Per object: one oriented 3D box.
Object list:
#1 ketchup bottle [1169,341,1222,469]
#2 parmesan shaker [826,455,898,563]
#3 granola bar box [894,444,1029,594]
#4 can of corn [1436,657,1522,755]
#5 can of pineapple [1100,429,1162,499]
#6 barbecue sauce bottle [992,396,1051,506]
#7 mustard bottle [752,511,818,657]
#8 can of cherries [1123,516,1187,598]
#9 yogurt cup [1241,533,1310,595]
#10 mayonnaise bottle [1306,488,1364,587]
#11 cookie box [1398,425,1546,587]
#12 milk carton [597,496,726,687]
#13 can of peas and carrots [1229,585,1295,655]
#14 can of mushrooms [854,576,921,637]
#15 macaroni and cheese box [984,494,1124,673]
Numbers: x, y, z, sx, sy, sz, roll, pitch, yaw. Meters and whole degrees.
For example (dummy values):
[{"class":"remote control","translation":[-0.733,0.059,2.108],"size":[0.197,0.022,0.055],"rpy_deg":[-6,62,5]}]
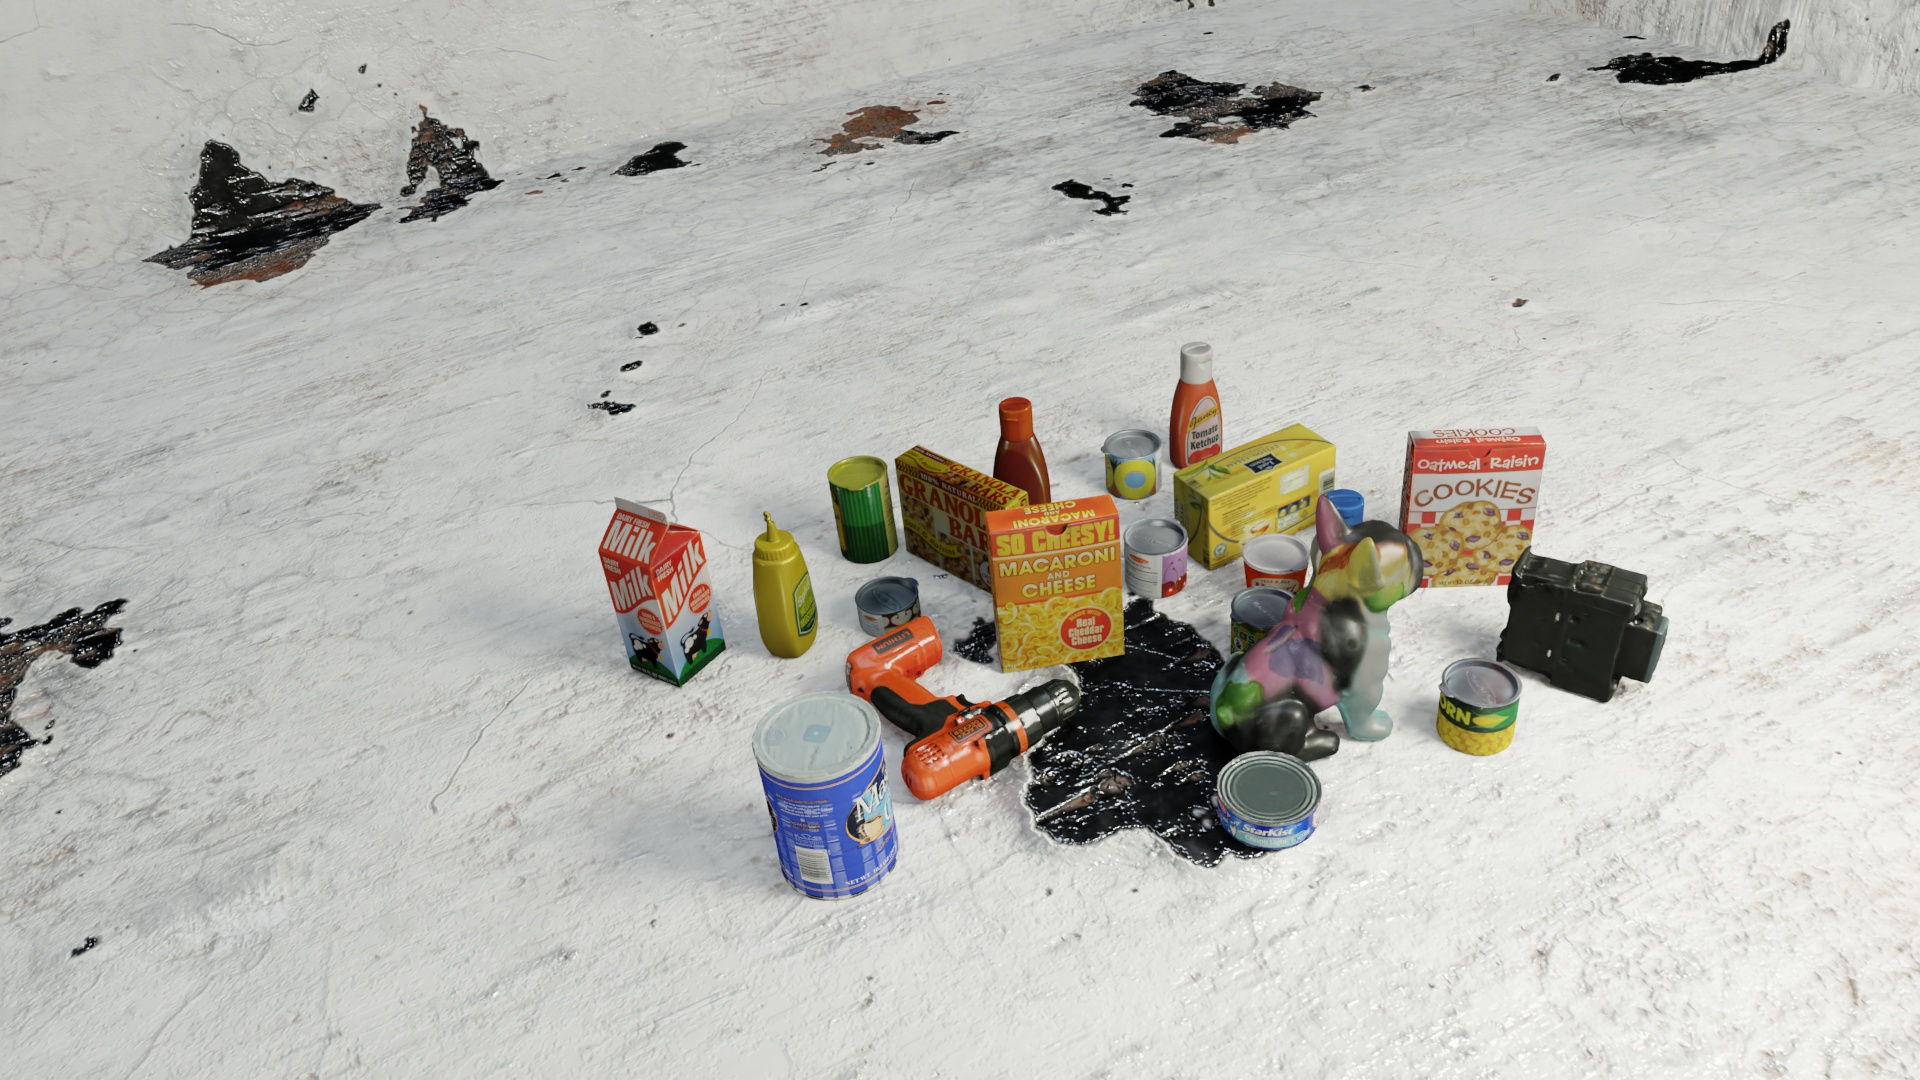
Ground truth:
[{"class":"ketchup bottle","translation":[0.273,-0.157,1.612],"size":[0.065,0.148,0.044],"rpy_deg":[-20,36,-19]},{"class":"parmesan shaker","translation":[-0.107,-0.032,1.528],"size":[0.071,0.102,0.072],"rpy_deg":[-4,34,3]},{"class":"granola bar box","translation":[0.005,-0.018,1.472],"size":[0.166,0.123,0.039],"rpy_deg":[26,45,39]},{"class":"can of corn","translation":[0.450,0.146,1.214],"size":[0.071,0.058,0.071],"rpy_deg":[-4,34,3]},{"class":"can of pineapple","translation":[0.198,-0.088,1.602],"size":[0.071,0.057,0.071],"rpy_deg":[-4,34,3]},{"class":"barbecue sauce bottle","translation":[0.066,-0.086,1.541],"size":[0.065,0.147,0.044],"rpy_deg":[4,35,16]},{"class":"mustard bottle","translation":[-0.178,0.041,1.381],"size":[0.049,0.159,0.066],"rpy_deg":[5,35,17]},{"class":"can of cherries","translation":[0.205,0.017,1.445],"size":[0.071,0.058,0.072],"rpy_deg":[-4,34,3]},{"class":"yogurt cup","translation":[0.319,0.033,1.408],"size":[0.072,0.053,0.073],"rpy_deg":[-4,34,3]},{"class":"mayonnaise bottle","translation":[0.364,0.022,1.332],"size":[0.065,0.147,0.041],"rpy_deg":[0,34,10]},{"class":"cookie box","translation":[0.501,-0.031,1.371],"size":[0.123,0.166,0.040],"rpy_deg":[-2,34,6]},{"class":"milk carton","translation":[-0.296,0.044,1.369],"size":[0.072,0.189,0.074],"rpy_deg":[16,40,30]},{"class":"can of peas and carrots","translation":[0.290,0.087,1.328],"size":[0.071,0.058,0.071],"rpy_deg":[-4,34,3]},{"class":"can of mushrooms","translation":[-0.072,0.068,1.437],"size":[0.071,0.033,0.071],"rpy_deg":[-4,34,3]},{"class":"macaroni and cheese box","translation":[0.092,0.043,1.328],"size":[0.124,0.165,0.040],"rpy_deg":[-9,34,-4]}]
